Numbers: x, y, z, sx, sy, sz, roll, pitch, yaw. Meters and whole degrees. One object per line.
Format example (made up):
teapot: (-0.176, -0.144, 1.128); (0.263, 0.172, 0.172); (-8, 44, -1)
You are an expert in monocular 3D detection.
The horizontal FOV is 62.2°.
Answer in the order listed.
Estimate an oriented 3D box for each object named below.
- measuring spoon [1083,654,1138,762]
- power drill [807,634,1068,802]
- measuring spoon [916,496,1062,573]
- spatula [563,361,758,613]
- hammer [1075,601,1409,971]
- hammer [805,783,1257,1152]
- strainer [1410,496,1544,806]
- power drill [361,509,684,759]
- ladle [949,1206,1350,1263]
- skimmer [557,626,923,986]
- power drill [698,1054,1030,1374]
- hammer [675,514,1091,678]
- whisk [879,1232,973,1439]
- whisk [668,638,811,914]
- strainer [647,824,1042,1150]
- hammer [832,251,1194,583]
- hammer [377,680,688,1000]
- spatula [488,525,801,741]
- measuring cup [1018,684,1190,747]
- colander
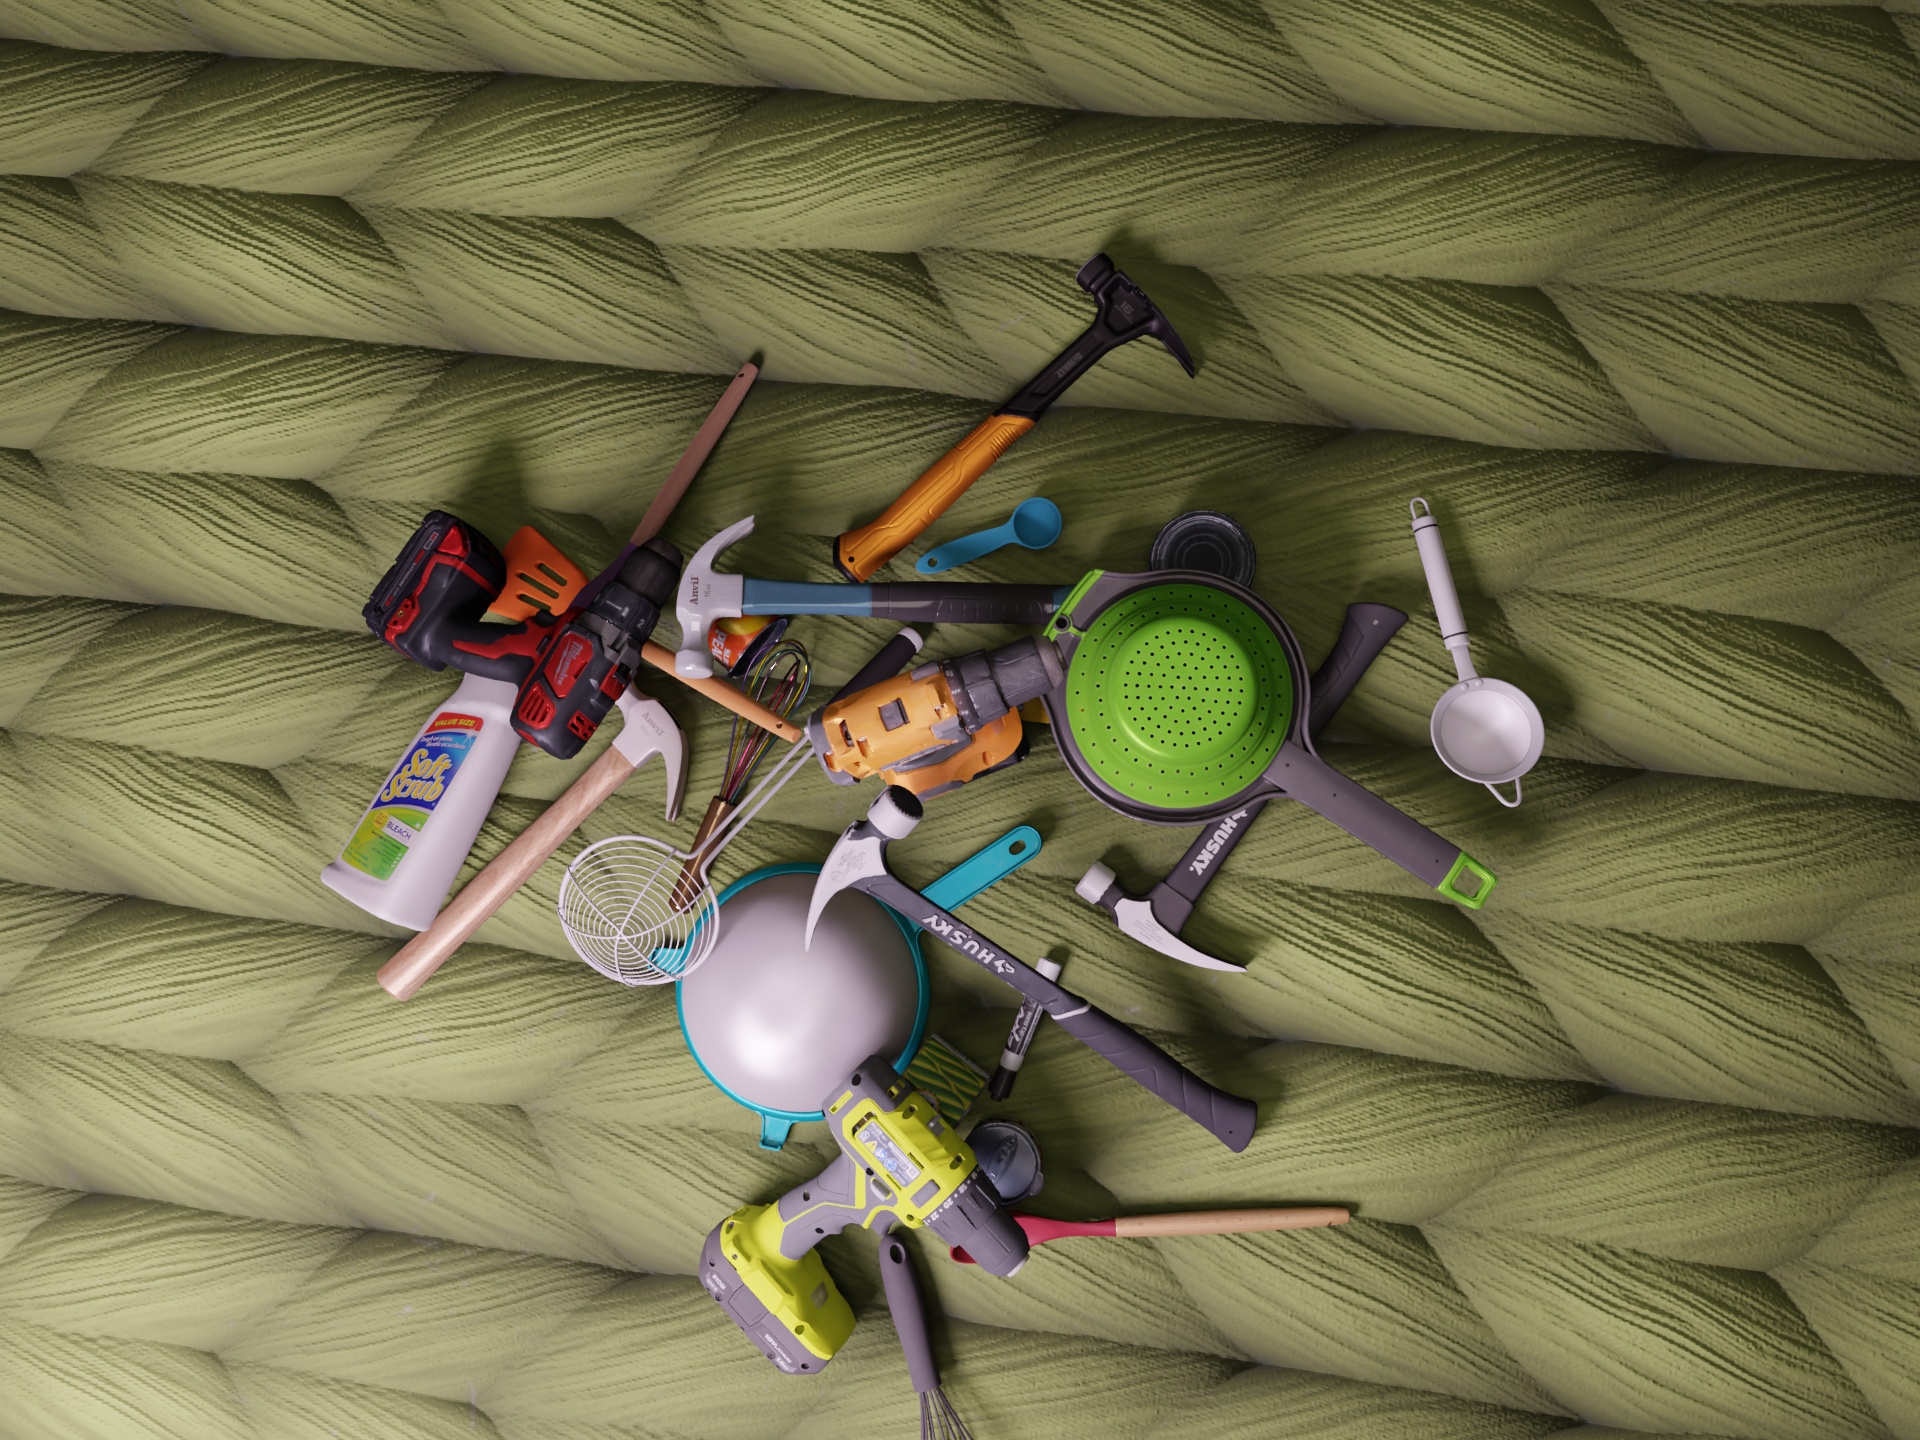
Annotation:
measuring spoon: (0.118, -0.017, 1.268); (0.021, 0.011, 0.117); (-28, 78, 13)
power drill: (-0.002, -0.004, 1.192); (0.185, 0.226, 0.084); (-22, 81, 6)
measuring spoon: (0.024, -0.147, 1.311); (0.128, 0.021, 0.042); (-19, 86, 14)
spatula: (-0.251, -0.163, 1.309); (0.060, 0.018, 0.316); (25, 78, 24)
hammer: (0.247, 0.046, 1.265); (0.146, 0.035, 0.335); (36, 91, 7)
hammer: (0.065, 0.214, 1.212); (0.408, 0.036, 0.149); (36, 115, -12)
strainer: (0.395, -0.055, 1.253); (0.087, 0.050, 0.258); (-12, 80, -1)
power drill: (-0.340, -0.090, 1.261); (0.227, 0.080, 0.188); (26, 78, 26)
ladle: (0.148, 0.398, 1.254); (0.315, 0.069, 0.031); (-4, 48, 2)
skimmer: (-0.165, 0.058, 1.271); (0.127, 0.090, 0.363); (46, 69, -9)
power drill: (-0.074, 0.396, 1.225); (0.190, 0.080, 0.228); (46, 108, 7)
hammer: (-0.058, -0.094, 1.267); (0.331, 0.033, 0.128); (1, 77, -8)
whisk: (-0.023, 0.526, 1.262); (0.055, 0.055, 0.239); (-17, 81, 5)
whisk: (-0.181, 0.047, 1.308); (0.051, 0.047, 0.245); (25, 94, 12)
strainer: (-0.081, 0.184, 1.260); (0.340, 0.095, 0.211); (-34, 84, 4)
hammer: (0.033, -0.226, 1.303); (0.337, 0.034, 0.127); (-41, 83, 2)
hammer: (-0.358, 0.110, 1.325); (0.331, 0.031, 0.130); (-45, 83, 2)
spatula: (-0.258, -0.060, 1.294); (0.323, 0.041, 0.081); (28, 84, 25)
measuring cup: (0.112, -0.005, 1.291); (0.156, 0.029, 0.062); (5, 86, 18)
colander: (0.235, 0.023, 1.201); (0.397, 0.094, 0.204); (33, 90, 6)
